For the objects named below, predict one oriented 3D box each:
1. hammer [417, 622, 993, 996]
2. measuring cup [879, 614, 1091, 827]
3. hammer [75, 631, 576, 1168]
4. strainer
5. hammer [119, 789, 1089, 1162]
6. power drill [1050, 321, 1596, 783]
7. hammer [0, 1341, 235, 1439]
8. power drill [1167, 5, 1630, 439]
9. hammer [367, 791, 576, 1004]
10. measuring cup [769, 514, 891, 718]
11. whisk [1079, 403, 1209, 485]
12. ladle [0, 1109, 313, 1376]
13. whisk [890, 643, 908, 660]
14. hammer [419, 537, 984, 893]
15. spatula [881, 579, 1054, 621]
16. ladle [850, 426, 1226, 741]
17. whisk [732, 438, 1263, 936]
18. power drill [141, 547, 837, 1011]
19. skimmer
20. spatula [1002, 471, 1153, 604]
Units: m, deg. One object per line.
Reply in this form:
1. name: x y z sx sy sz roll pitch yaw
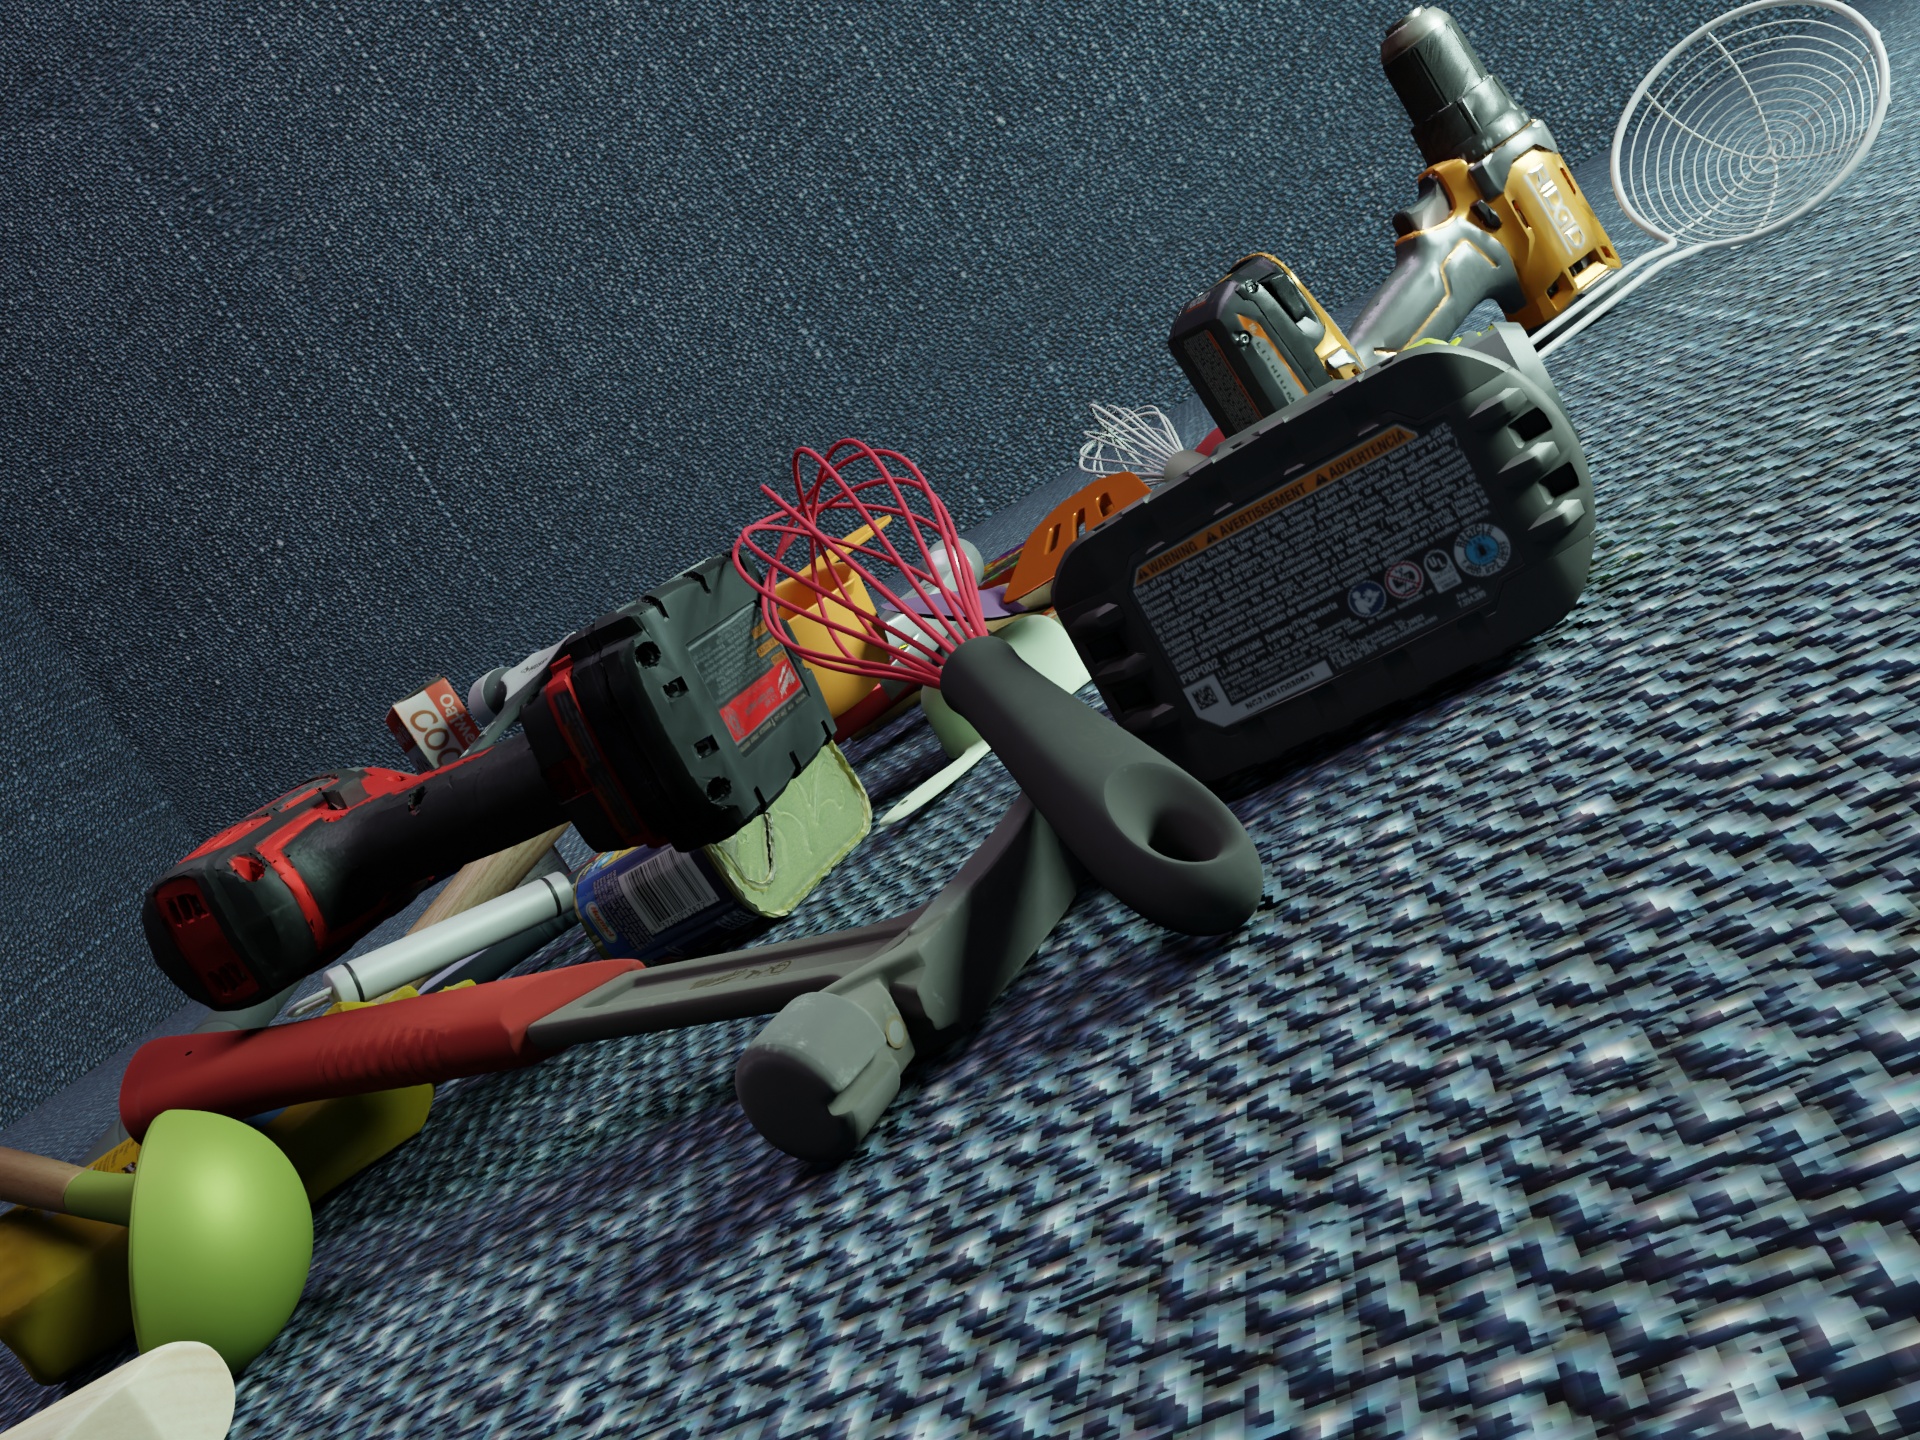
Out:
1. hammer: -0.157 0.056 0.865 0.386 0.038 0.143 -34 17 -11
2. measuring cup: -0.001 -0.002 0.681 0.083 0.038 0.167 -26 7 32
3. hammer: -0.319 0.097 0.820 0.149 0.036 0.409 -22 28 46
4. strainer: -0.173 0.077 0.713 0.258 0.050 0.087 -24 -7 -34
5. hammer: -0.134 0.087 0.480 0.359 0.036 0.149 -15 16 33
6. power drill: 0.111 -0.059 0.501 0.171 0.080 0.223 -28 5 20
7. hammer: -0.359 0.259 0.455 0.410 0.038 0.146 -29 7 16
8. power drill: 0.218 -0.242 0.821 0.226 0.185 0.084 -36 10 -10
9. hammer: -0.240 0.094 0.753 0.331 0.031 0.130 -51 17 -21
10. measuring cup: -0.060 -0.045 0.734 0.095 0.052 0.174 -16 18 29
11. whisk: 0.121 -0.139 0.878 0.059 0.057 0.246 -36 25 -1
12. ladle: -0.315 0.158 0.528 0.320 0.078 0.062 -5 0 37
13. whisk: -0.125 0.013 1.052 0.245 0.051 0.047 -33 13 12
14. hammer: -0.173 0.017 0.879 0.405 0.035 0.144 -25 16 21
15. spatula: 0.023 -0.061 0.806 0.060 0.018 0.316 5 7 14
16. ladle: 0.059 -0.082 0.978 0.315 0.031 0.069 -36 -25 -10
17. whisk: -0.002 -0.020 0.445 0.073 0.073 0.296 -33 32 -8
18. power drill: -0.163 0.023 0.563 0.219 0.078 0.143 -23 11 18
19. skimmer: 0.287 -0.217 0.730 0.363 0.090 0.127 -37 41 -22
20. spatula: 0.088 -0.096 0.821 0.081 0.041 0.322 -32 -5 17
